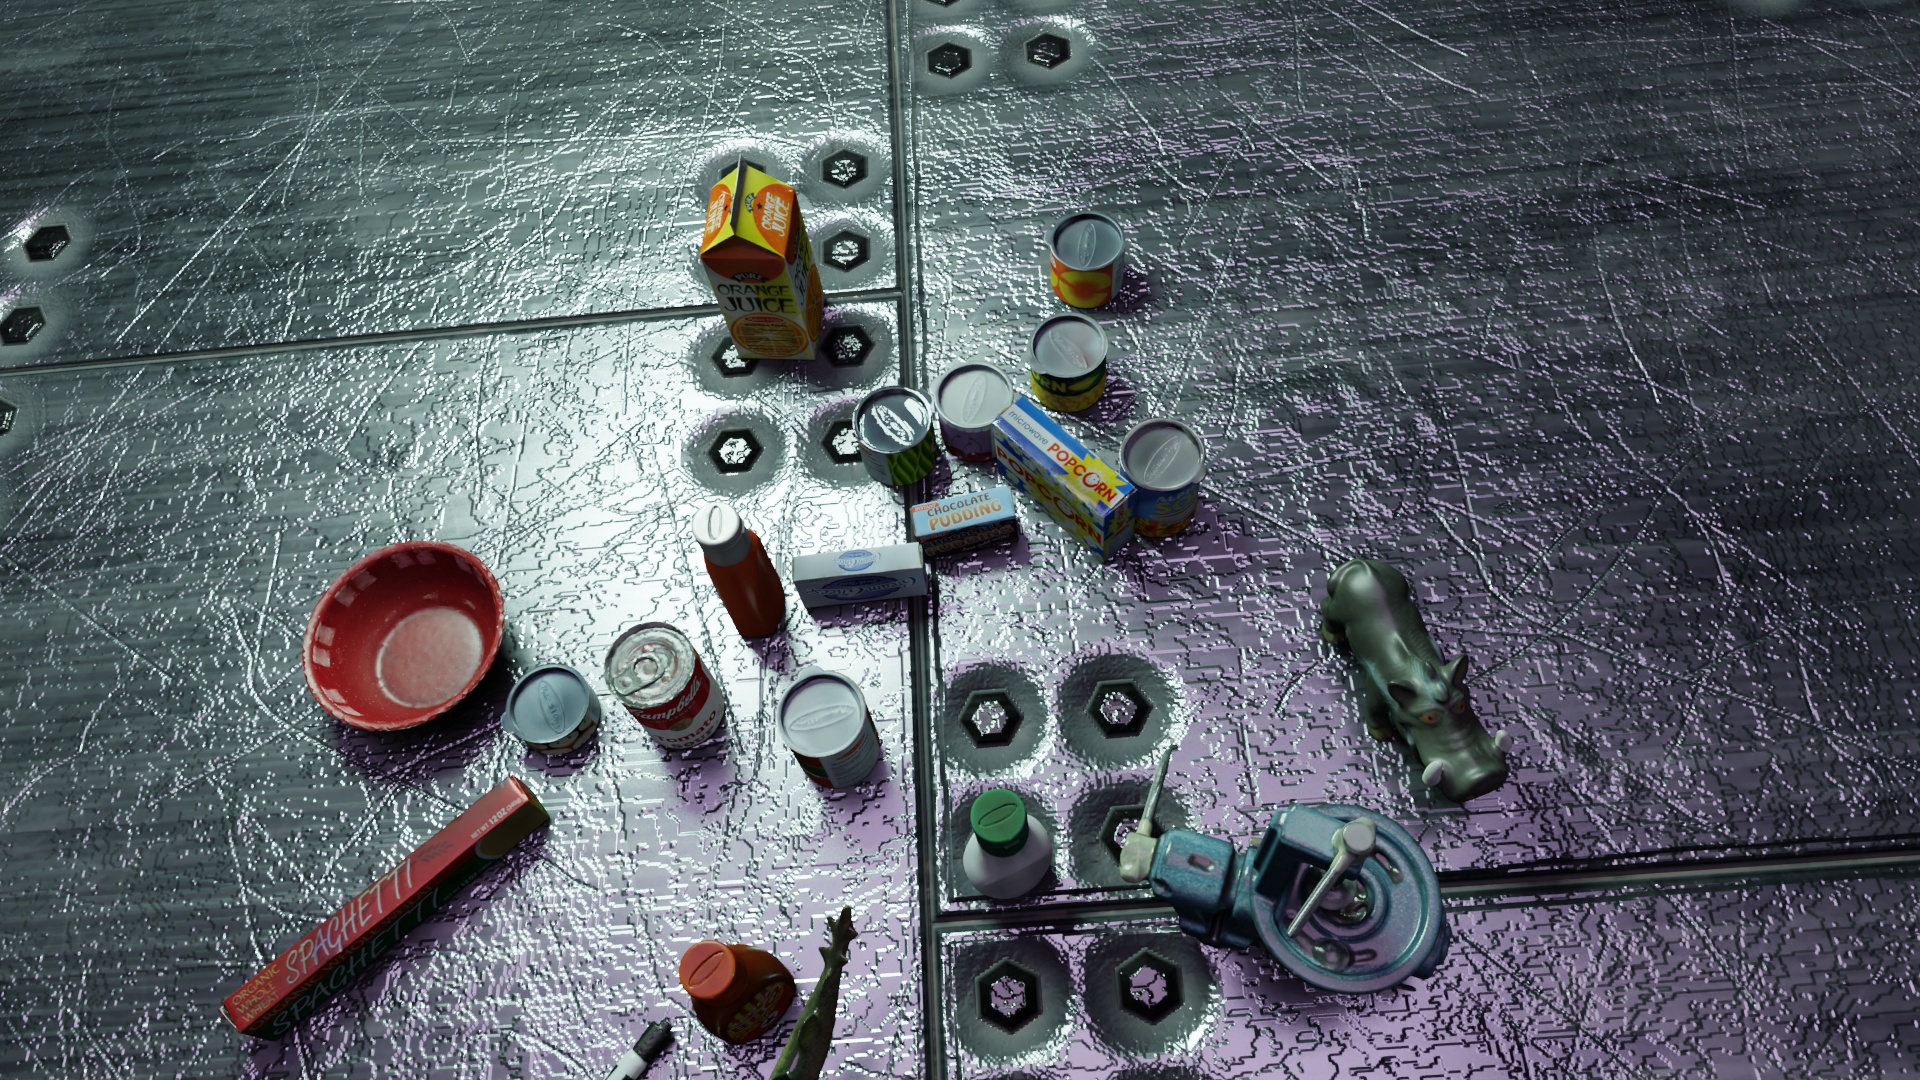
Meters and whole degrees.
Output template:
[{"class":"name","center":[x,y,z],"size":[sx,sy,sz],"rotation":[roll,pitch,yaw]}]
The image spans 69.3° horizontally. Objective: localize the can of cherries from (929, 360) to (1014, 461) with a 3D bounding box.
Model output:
[{"class":"can of cherries","center":[0.011,-0.109,1.170],"size":[0.071,0.058,0.072],"rotation":[-2,63,4]}]

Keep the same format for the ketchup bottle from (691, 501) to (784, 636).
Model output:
[{"class":"ketchup bottle","center":[-0.170,0.019,1.069],"size":[0.043,0.148,0.065],"rotation":[-4,63,3]}]

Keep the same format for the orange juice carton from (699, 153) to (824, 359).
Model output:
[{"class":"orange juice carton","center":[-0.169,-0.235,1.173],"size":[0.073,0.192,0.072],"rotation":[2,64,6]}]

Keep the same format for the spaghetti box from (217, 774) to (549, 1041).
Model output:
[{"class":"spaghetti box","center":[-0.417,0.269,1.019],"size":[0.251,0.050,0.029],"rotation":[-40,67,-14]}]

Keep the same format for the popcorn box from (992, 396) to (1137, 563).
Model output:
[{"class":"popcorn box","center":[0.083,-0.049,1.118],"size":[0.038,0.085,0.127],"rotation":[-42,67,-15]}]

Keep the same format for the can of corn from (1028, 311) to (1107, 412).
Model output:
[{"class":"can of corn","center":[0.090,-0.150,1.184],"size":[0.071,0.058,0.071],"rotation":[-2,63,4]}]

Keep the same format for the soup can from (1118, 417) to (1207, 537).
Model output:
[{"class":"soup can","center":[0.161,-0.047,1.111],"size":[0.071,0.083,0.071],"rotation":[-2,63,4]}]

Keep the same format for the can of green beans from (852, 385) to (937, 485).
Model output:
[{"class":"can of green beans","center":[-0.054,-0.087,1.164],"size":[0.071,0.057,0.071],"rotation":[-2,63,4]}]

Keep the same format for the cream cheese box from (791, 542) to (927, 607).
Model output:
[{"class":"cream cheese box","center":[-0.079,0.028,1.111],"size":[0.104,0.053,0.024],"rotation":[-7,63,2]}]

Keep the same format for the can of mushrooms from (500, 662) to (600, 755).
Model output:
[{"class":"can of mushrooms","center":[-0.321,0.133,1.089],"size":[0.071,0.033,0.071],"rotation":[-2,63,4]}]

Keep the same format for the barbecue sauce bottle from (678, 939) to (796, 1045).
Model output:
[{"class":"barbecue sauce bottle","center":[-0.152,0.298,0.927],"size":[0.044,0.148,0.065],"rotation":[41,73,21]}]

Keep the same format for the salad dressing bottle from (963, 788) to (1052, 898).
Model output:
[{"class":"salad dressing bottle","center":[0.031,0.209,0.957],"size":[0.064,0.147,0.044],"rotation":[-25,64,-7]}]

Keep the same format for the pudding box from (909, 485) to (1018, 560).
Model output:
[{"class":"pudding box","center":[0.004,-0.014,1.127],"size":[0.084,0.049,0.030],"rotation":[-12,63,-1]}]

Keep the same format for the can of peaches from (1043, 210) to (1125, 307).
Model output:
[{"class":"can of peaches","center":[0.110,-0.249,1.232],"size":[0.071,0.057,0.071],"rotation":[-2,63,4]}]

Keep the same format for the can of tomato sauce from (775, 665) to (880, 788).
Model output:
[{"class":"can of tomato sauce","center":[-0.098,0.141,1.038],"size":[0.071,0.082,0.071],"rotation":[-2,63,4]}]
